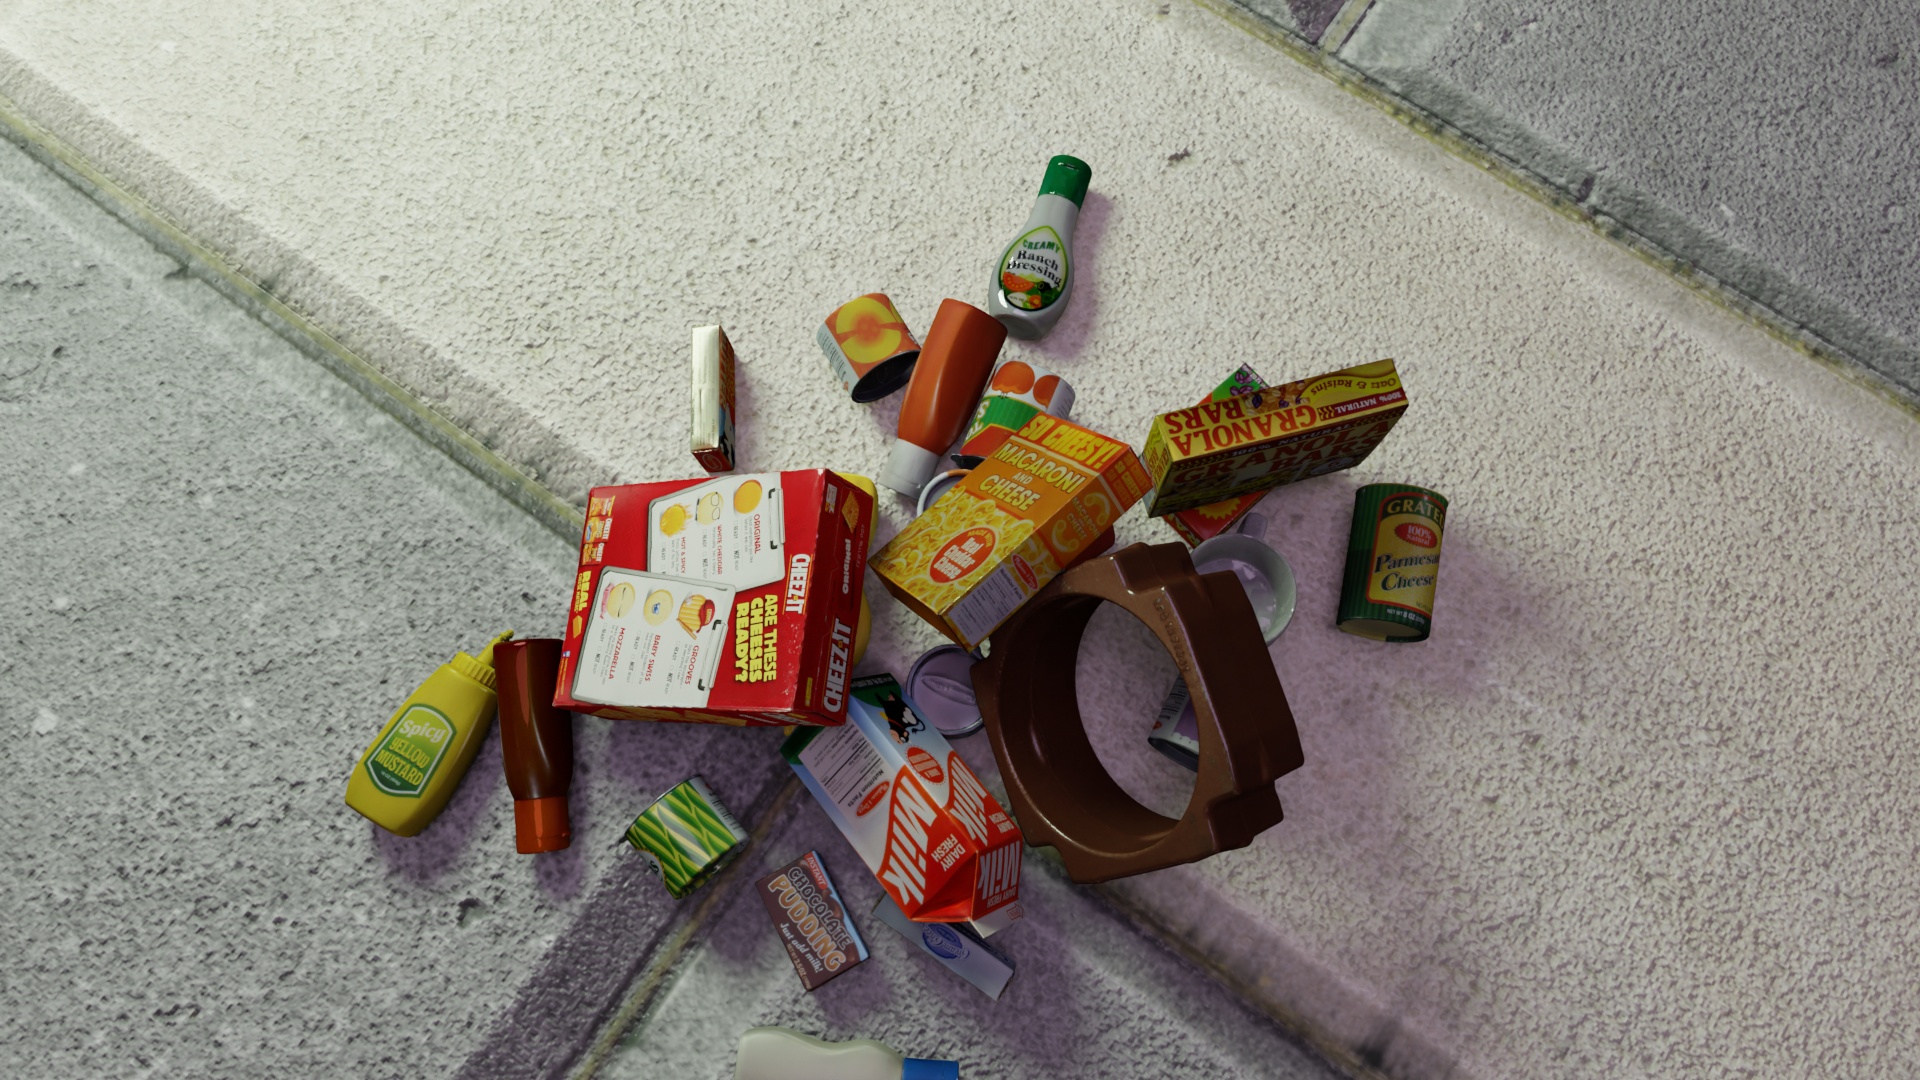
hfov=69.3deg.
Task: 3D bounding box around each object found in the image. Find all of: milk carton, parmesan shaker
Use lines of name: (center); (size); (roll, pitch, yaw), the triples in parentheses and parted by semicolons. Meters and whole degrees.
milk carton: (-0.029, 0.185, 0.941); (0.073, 0.072, 0.191); (-48, 69, 18)
parmesan shaker: (0.318, 0.018, 1.014); (0.071, 0.071, 0.103); (12, 75, 3)

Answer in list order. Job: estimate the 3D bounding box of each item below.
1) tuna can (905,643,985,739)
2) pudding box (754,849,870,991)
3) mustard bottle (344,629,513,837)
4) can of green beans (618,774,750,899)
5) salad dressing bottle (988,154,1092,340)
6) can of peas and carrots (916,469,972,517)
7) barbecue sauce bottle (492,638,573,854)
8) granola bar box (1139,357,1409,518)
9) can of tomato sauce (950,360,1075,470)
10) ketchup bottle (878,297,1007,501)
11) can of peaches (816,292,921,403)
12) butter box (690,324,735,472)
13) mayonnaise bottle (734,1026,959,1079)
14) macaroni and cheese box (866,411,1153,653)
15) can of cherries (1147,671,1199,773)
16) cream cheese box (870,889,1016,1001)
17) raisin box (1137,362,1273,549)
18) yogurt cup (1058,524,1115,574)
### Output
tuna can: (-0.005, 0.108, 1.006); (0.071, 0.032, 0.071); (0, 75, 0)
pudding box: (-0.102, 0.264, 0.964); (0.050, 0.030, 0.084); (-27, 76, -8)
mustard bottle: (-0.370, 0.130, 0.992); (0.065, 0.048, 0.160); (28, 77, 6)
can of green beans: (-0.189, 0.206, 0.962); (0.071, 0.071, 0.058); (-40, 79, -10)
salad dressing bottle: (0.066, -0.232, 1.095); (0.064, 0.044, 0.148); (17, 75, 4)
can of peas and carrots: (0.004, -0.013, 1.026); (0.071, 0.058, 0.071); (0, 75, 0)
barbecue sauce bottle: (-0.300, 0.145, 0.984); (0.043, 0.065, 0.148); (-7, 83, 10)
granola bar box: (0.212, -0.068, 0.966); (0.166, 0.124, 0.039); (-14, 74, -4)
can of tomato sauce: (0.040, -0.084, 1.042); (0.071, 0.071, 0.083); (21, 75, 6)
ketchup bottle: (-0.016, -0.104, 1.045); (0.043, 0.064, 0.148); (23, 90, 34)
can of peaches: (-0.067, -0.148, 1.061); (0.071, 0.071, 0.058); (-31, 76, -8)
butter box: (-0.188, -0.108, 1.056); (0.024, 0.053, 0.104); (-4, 74, 2)
mayonnaise bottle: (-0.076, 0.364, 0.932); (0.148, 0.041, 0.065); (4, 76, 0)
macaroni and cheese box: (0.031, -0.010, 0.935); (0.167, 0.124, 0.040); (-41, 119, -11)
can of cherries: (0.177, 0.131, 0.983); (0.071, 0.071, 0.058); (26, 75, 7)
cream cheese box: (-0.010, 0.272, 0.949); (0.104, 0.053, 0.024); (33, 84, 9)
raisin box: (0.197, -0.062, 1.050); (0.123, 0.040, 0.086); (-41, 79, -11)
yogurt cup: (0.077, -0.008, 1.023); (0.054, 0.072, 0.072); (-27, 76, -15)
